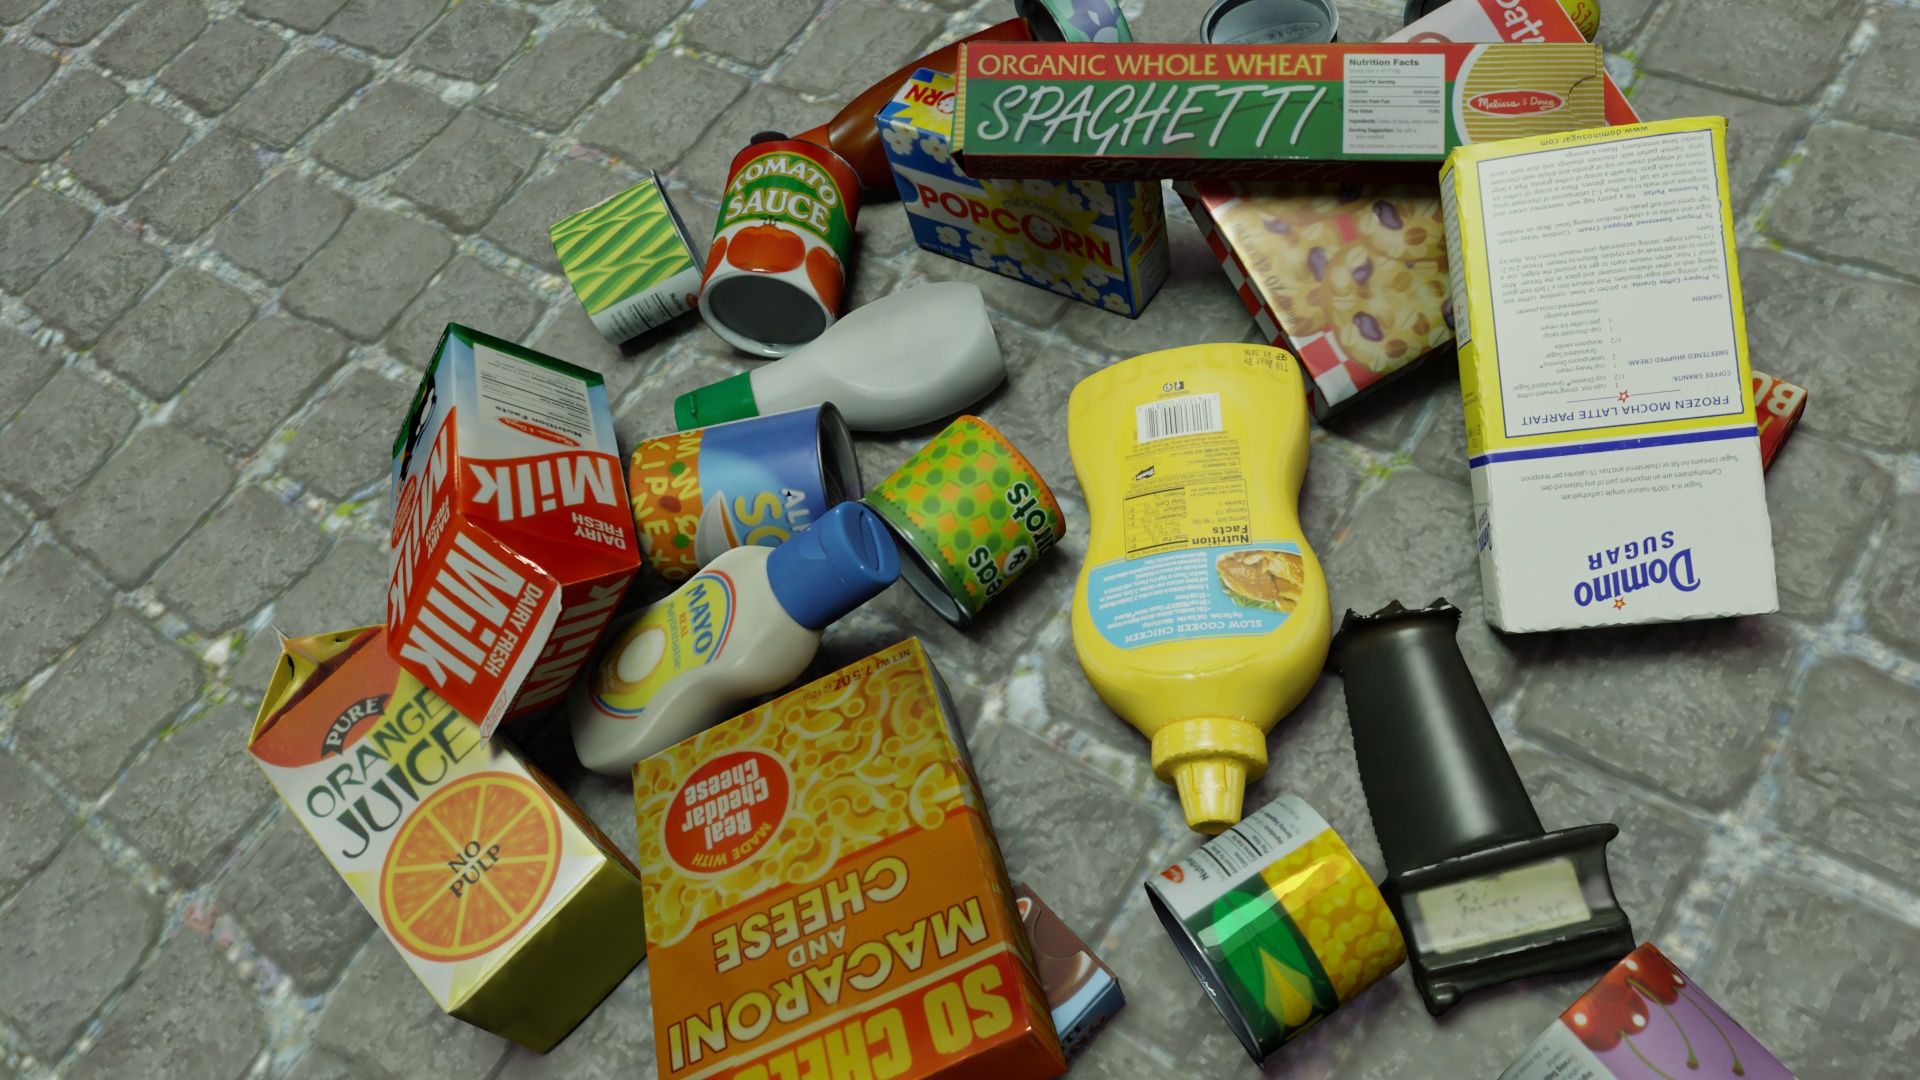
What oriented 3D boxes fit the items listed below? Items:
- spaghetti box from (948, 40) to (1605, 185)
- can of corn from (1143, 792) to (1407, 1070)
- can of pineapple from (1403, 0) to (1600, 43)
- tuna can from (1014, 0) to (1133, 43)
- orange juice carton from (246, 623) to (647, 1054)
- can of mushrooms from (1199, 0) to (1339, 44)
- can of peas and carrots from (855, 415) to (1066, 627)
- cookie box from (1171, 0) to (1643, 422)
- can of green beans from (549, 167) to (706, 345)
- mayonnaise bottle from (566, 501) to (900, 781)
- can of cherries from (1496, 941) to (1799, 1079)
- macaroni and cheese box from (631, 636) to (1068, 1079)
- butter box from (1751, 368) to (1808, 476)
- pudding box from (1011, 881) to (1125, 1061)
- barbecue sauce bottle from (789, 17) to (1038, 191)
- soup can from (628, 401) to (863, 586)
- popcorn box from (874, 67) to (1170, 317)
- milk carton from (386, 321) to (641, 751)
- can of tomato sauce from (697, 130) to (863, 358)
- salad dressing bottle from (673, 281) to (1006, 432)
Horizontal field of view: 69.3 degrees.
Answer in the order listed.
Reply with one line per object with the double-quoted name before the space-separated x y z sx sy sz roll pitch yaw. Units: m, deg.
"spaghetti box" 0.122 -0.170 0.552 0.250 0.028 0.050 2 83 6
"can of corn" 0.104 0.127 0.455 0.058 0.071 0.071 -31 57 -6
"can of pineapple" 0.250 -0.239 0.640 0.058 0.070 0.071 -33 57 -7
"tuna can" 0.058 -0.252 0.696 0.033 0.070 0.071 -28 57 -5
"orange juice carton" -0.205 0.102 0.544 0.193 0.071 0.073 36 73 29
"can of mushrooms" 0.153 -0.240 0.686 0.071 0.033 0.071 -6 58 10
"can of peas and carrots" 0.002 -0.007 0.562 0.059 0.070 0.071 -41 58 -12
"cookie box" 0.192 -0.144 0.579 0.167 0.040 0.123 -30 82 2
"can of green beans" -0.160 -0.137 0.683 0.058 0.071 0.071 -26 57 -2
"mayonnaise bottle" -0.090 0.036 0.542 0.147 0.041 0.065 -33 51 23
"can of cherries" 0.204 0.161 0.409 0.071 0.071 0.058 -37 58 -9
"macaroni and cheese box" -0.046 0.126 0.482 0.124 0.040 0.167 -25 43 4
"butter box" 0.270 -0.056 0.548 0.104 0.024 0.053 32 71 28
"pudding box" 0.010 0.166 0.475 0.084 0.030 0.050 -43 57 -13
"barbecue sauce bottle" -0.025 -0.205 0.695 0.148 0.064 0.044 -18 55 14
"soup can" -0.089 -0.017 0.591 0.084 0.071 0.071 -11 57 9
"popcorn box" 0.031 -0.159 0.636 0.127 0.085 0.038 24 67 26
"milk carton" -0.182 -0.005 0.559 0.072 0.073 0.191 -57 34 22
"can of tomato sauce" -0.085 -0.140 0.663 0.071 0.071 0.083 -1 60 14
"salad dressing bottle" -0.055 -0.072 0.630 0.148 0.043 0.064 -18 57 4
